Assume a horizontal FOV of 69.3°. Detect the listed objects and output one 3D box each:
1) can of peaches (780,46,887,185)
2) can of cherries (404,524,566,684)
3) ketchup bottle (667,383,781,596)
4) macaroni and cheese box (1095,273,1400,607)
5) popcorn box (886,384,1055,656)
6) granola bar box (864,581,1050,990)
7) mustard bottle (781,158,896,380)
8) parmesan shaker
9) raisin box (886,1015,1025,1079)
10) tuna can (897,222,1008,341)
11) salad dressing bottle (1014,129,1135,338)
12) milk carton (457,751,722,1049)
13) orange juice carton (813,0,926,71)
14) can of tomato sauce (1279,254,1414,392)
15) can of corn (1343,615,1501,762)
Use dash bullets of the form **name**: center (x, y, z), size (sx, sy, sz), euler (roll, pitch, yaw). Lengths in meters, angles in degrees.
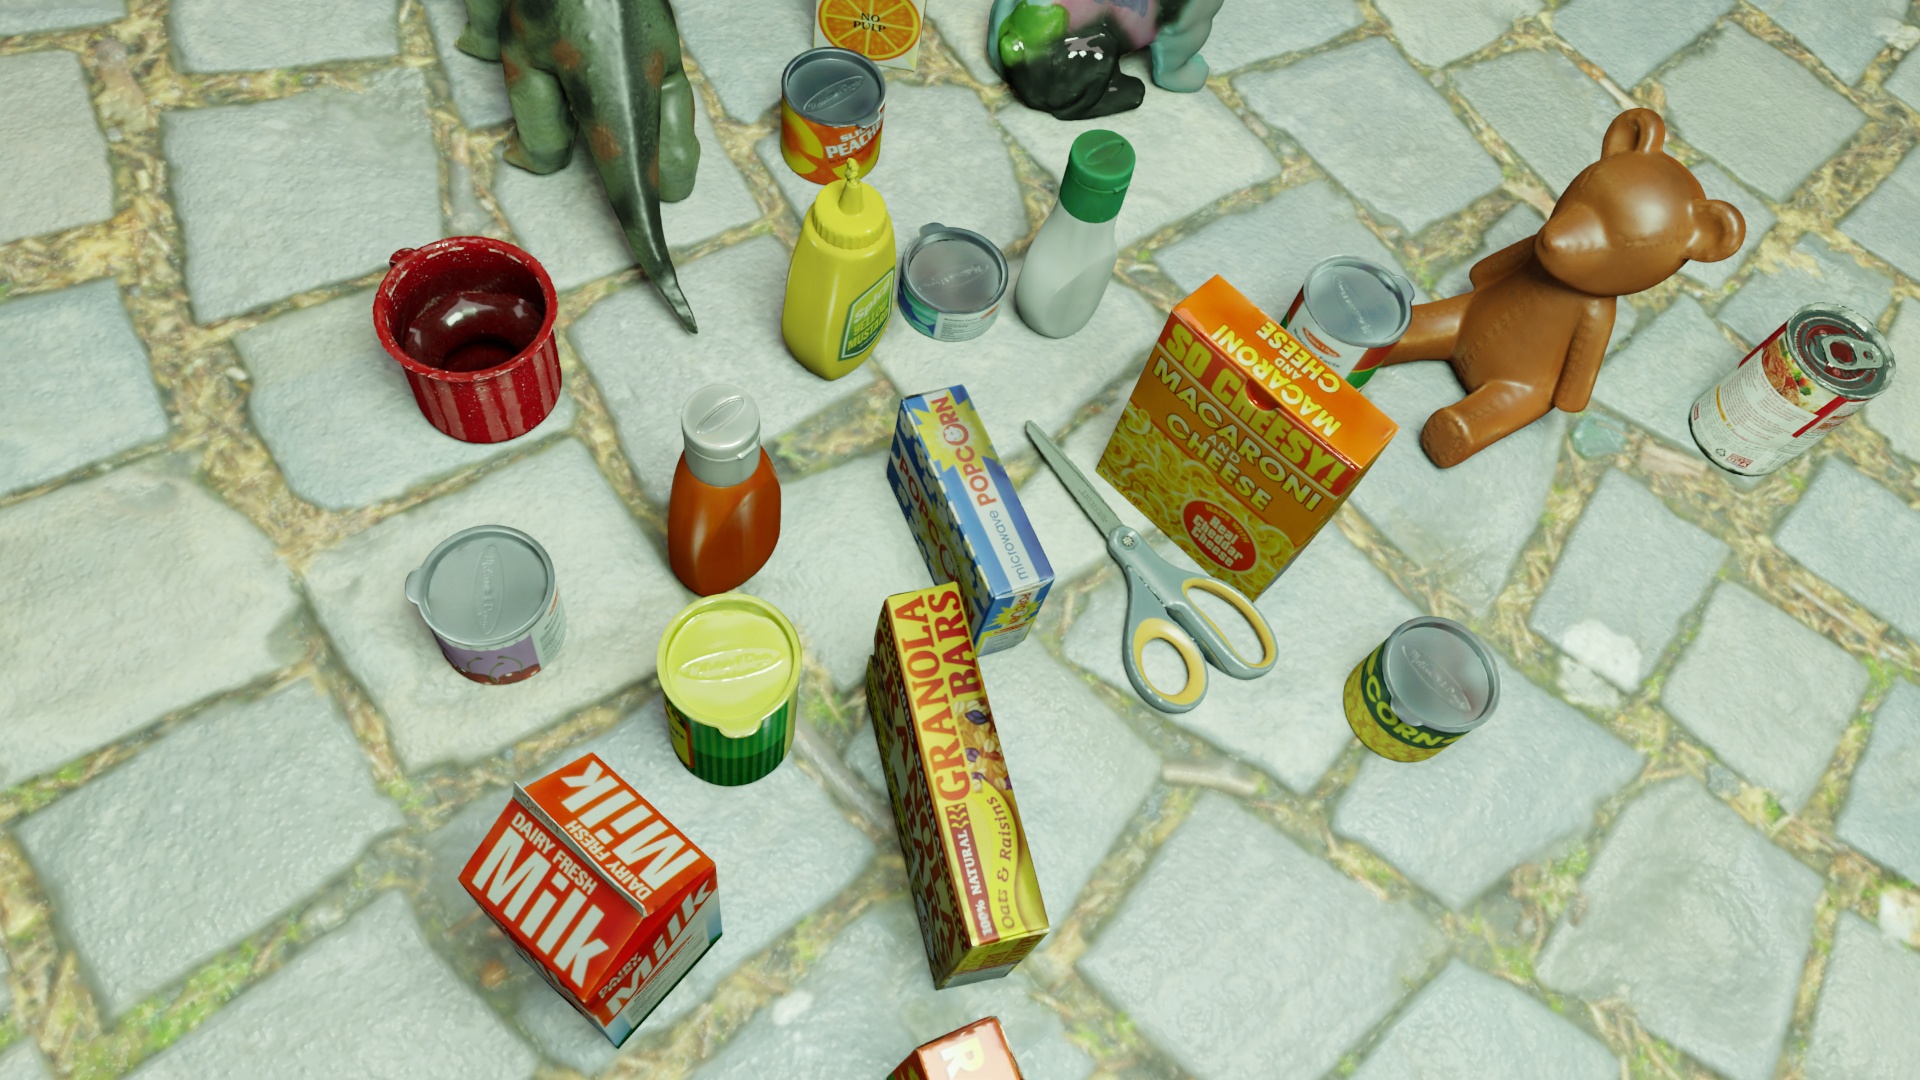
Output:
- **can of peaches**: center (-0.081, -0.269, 0.889), size (0.071, 0.057, 0.071), euler (4, 63, -7)
- **can of cherries**: center (-0.241, 0.034, 0.711), size (0.071, 0.058, 0.072), euler (4, 63, -7)
- **ketchup bottle**: center (-0.120, -0.025, 0.709), size (0.043, 0.148, 0.065), euler (43, 65, 12)
- **macaroni and cheese box**: center (0.147, -0.047, 0.752), size (0.124, 0.165, 0.040), euler (43, 66, 13)
- **popcorn box**: center (0.003, -0.009, 0.756), size (0.038, 0.085, 0.127), euler (-18, 68, -17)
- **granola bar box**: center (-0.007, 0.121, 0.666), size (0.039, 0.123, 0.166), euler (-10, 65, -13)
- **mustard bottle**: center (-0.065, -0.153, 0.776), size (0.049, 0.159, 0.065), euler (38, 64, 10)
- **parmesan shaker**: center (-0.113, 0.079, 0.683), size (0.071, 0.102, 0.071), euler (4, 63, -7)
- **raisin box**: center (0.005, 0.260, 0.599), size (0.040, 0.122, 0.086), euler (-16, 67, -16)
- **tuna can**: center (-0.006, -0.160, 0.860), size (0.071, 0.032, 0.071), euler (4, 63, -7)
- **salad dressing bottle**: center (0.069, -0.178, 0.816), size (0.064, 0.147, 0.044), euler (-33, 73, -22)
- **milk carton**: center (-0.152, 0.153, 0.590), size (0.072, 0.189, 0.074), euler (39, 65, 11)
- **orange juice carton**: center (-0.050, -0.398, 0.883), size (0.073, 0.191, 0.072), euler (7, 63, -5)
- **can of tomato sauce**: center (0.229, -0.124, 0.850), size (0.071, 0.082, 0.071), euler (4, 63, -7)
- **can of corn**: center (0.250, 0.084, 0.762), size (0.071, 0.058, 0.071), euler (4, 63, -7)
